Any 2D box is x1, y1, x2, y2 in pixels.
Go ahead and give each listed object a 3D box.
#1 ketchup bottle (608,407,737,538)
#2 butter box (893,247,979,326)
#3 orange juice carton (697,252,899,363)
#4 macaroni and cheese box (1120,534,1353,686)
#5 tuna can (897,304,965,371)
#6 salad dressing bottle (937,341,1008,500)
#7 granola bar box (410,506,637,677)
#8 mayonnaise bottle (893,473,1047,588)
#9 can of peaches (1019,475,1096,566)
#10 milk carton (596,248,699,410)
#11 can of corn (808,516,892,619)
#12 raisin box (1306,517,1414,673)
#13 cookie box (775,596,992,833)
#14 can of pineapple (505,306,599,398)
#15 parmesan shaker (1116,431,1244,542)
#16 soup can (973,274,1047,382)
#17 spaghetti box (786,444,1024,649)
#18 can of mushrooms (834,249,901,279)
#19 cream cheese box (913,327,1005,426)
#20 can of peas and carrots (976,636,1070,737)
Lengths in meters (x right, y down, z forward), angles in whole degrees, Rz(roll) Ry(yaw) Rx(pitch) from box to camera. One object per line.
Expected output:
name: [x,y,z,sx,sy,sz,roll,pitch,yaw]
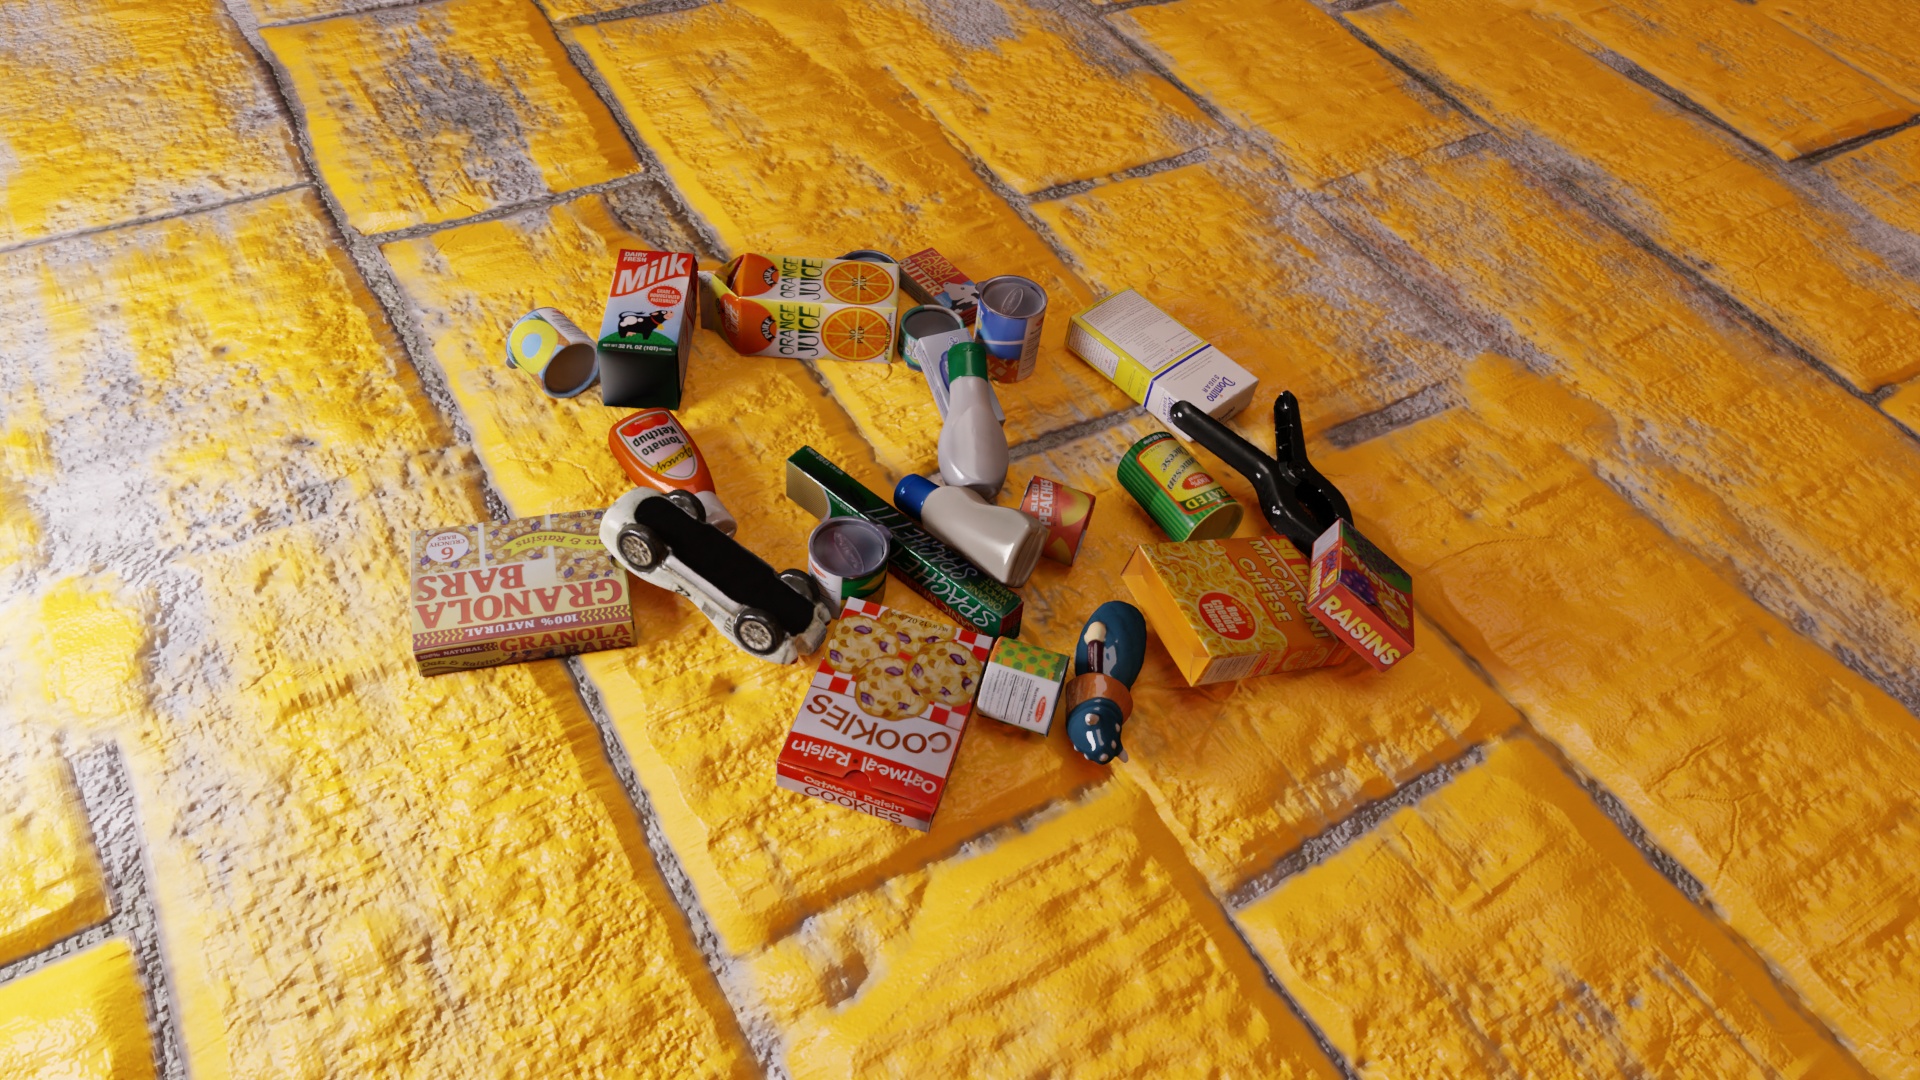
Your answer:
ketchup bottle: [-0.246,-0.053,1.206,0.065,0.043,0.149,-25,57,-27]
butter box: [-0.019,-0.261,1.436,0.053,0.024,0.104,-29,58,-28]
orange juice carton: [-0.158,-0.227,1.355,0.193,0.071,0.073,3,48,-6]
macaroni and cheese box: [0.234,0.054,1.155,0.167,0.040,0.124,-4,48,-31]
tuna can: [-0.030,-0.200,1.375,0.071,0.032,0.071,4,48,-5]
salad dressing bottle: [0.010,-0.109,1.266,0.064,0.043,0.148,6,64,-19]
granola bar box: [-0.351,0.038,1.113,0.166,0.038,0.125,-8,50,-14]
mayonnaise bottle: [0.004,-0.015,1.187,0.148,0.064,0.041,30,9,38]
can of peaches: [0.081,-0.018,1.204,0.058,0.070,0.071,20,49,8]
milk carton: [-0.294,-0.215,1.324,0.072,0.073,0.191,4,48,-4]
can of corn: [-0.091,0.022,1.152,0.071,0.058,0.071,4,48,-4]
raisin box: [0.336,0.044,1.162,0.086,0.040,0.124,41,30,-5]
cookie box: [-0.056,0.130,1.072,0.123,0.040,0.168,16,48,6]
can of pineapple: [-0.375,-0.171,1.279,0.071,0.070,0.058,-34,61,-31]
parmesan shaker: [0.193,-0.041,1.243,0.071,0.071,0.103,-22,55,-25]
soup can: [0.044,-0.208,1.358,0.071,0.083,0.072,4,48,-5]
spaghetti box: [-0.051,0.004,1.179,0.250,0.049,0.029,36,55,22]
can of mushrooms: [-0.097,-0.266,1.424,0.071,0.033,0.071,4,49,-5]
cream cheese box: [-0.001,-0.148,1.318,0.053,0.024,0.104,-16,72,-20]
can of peas and carrots: [0.050,0.113,1.088,0.059,0.070,0.071,16,49,7]
